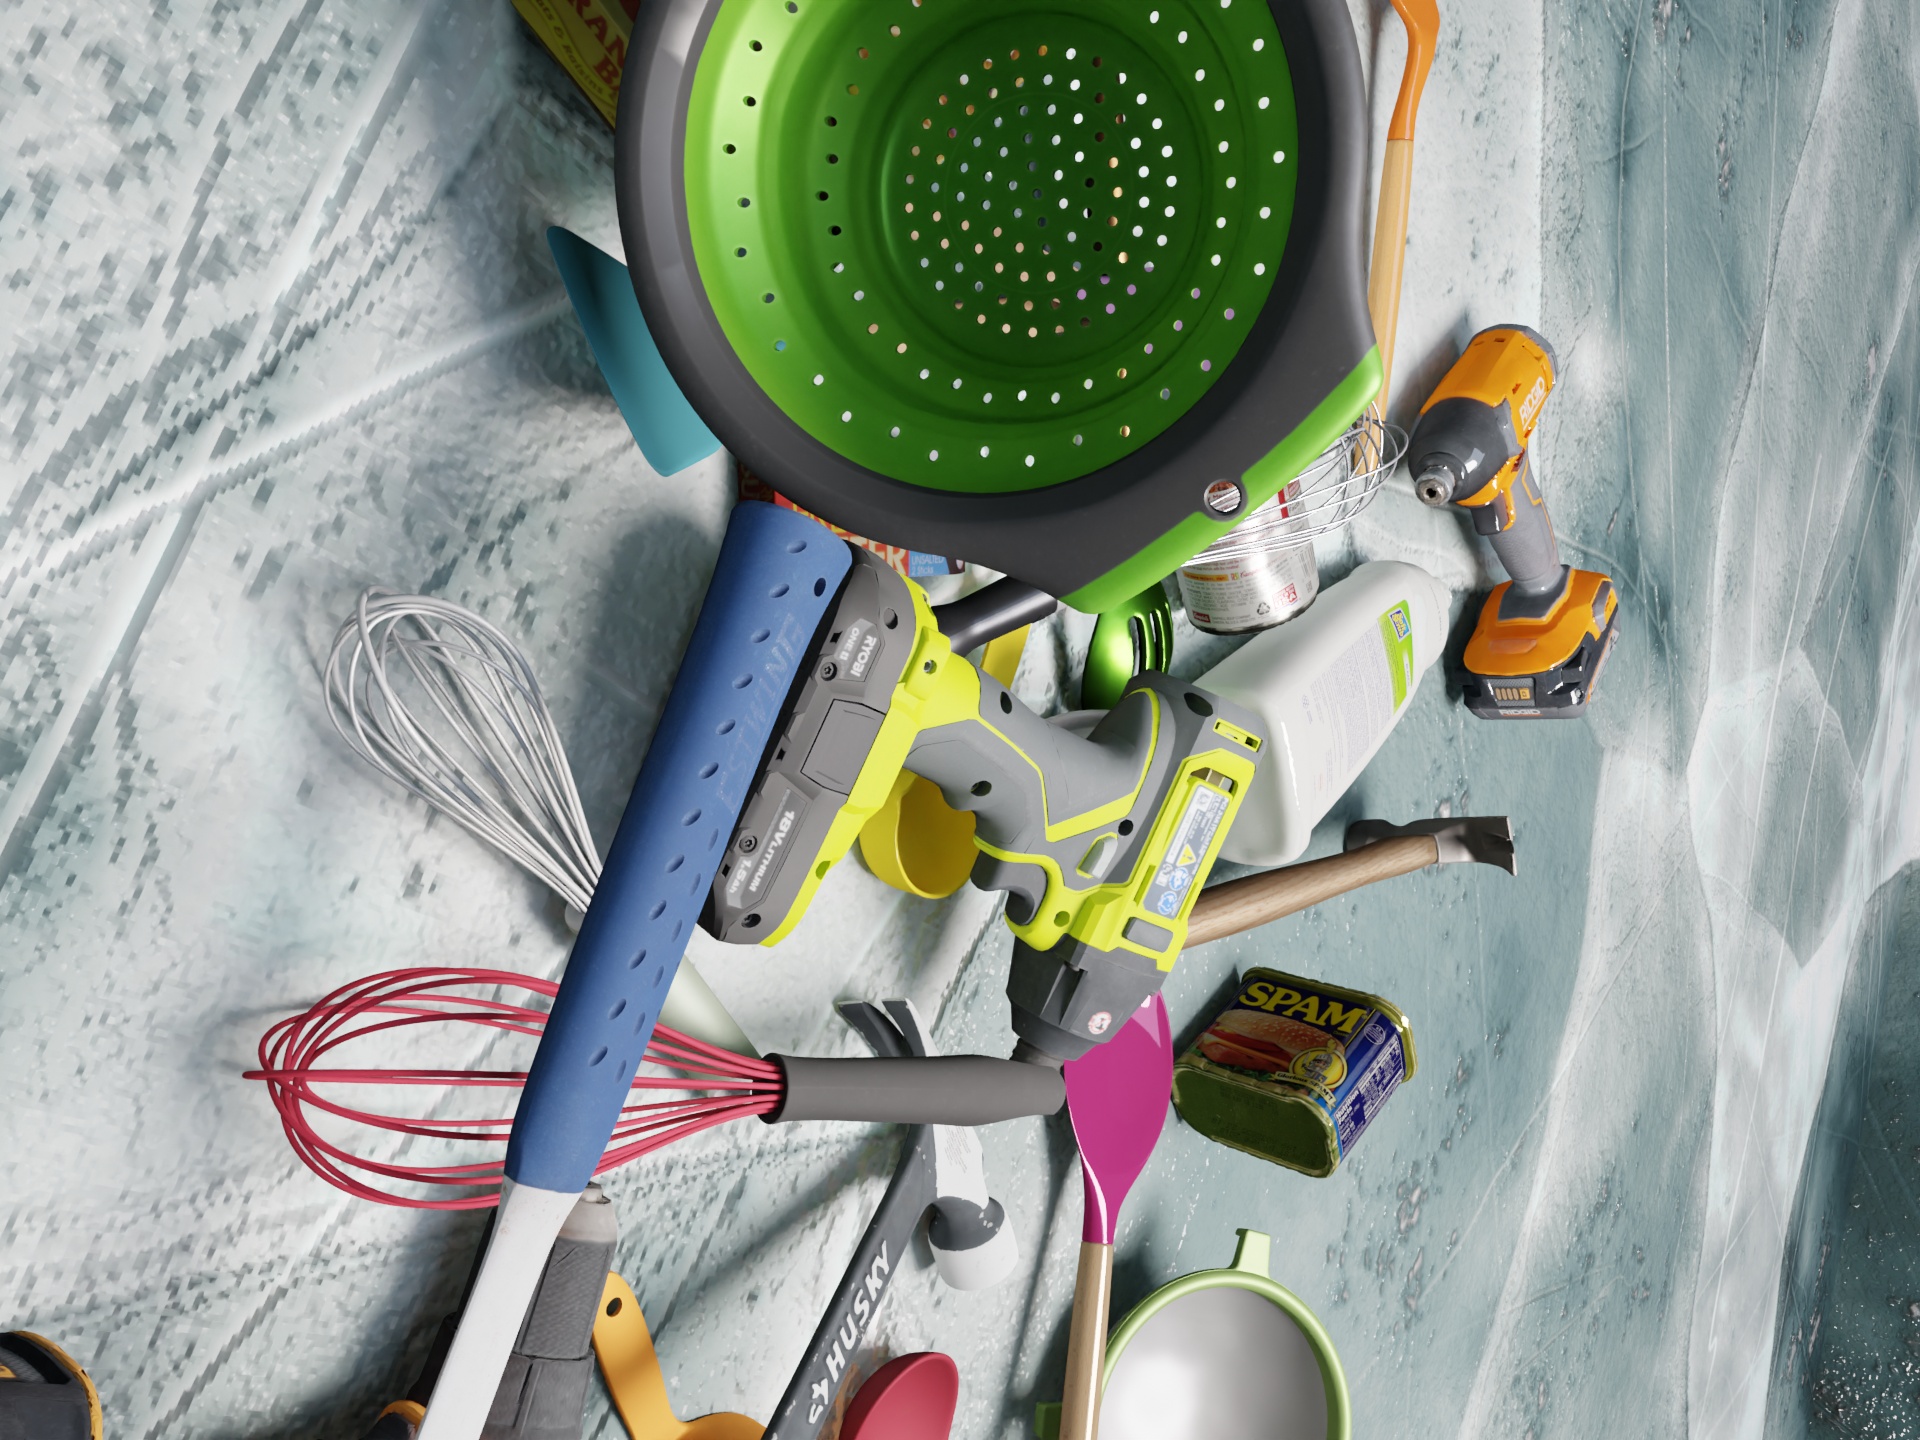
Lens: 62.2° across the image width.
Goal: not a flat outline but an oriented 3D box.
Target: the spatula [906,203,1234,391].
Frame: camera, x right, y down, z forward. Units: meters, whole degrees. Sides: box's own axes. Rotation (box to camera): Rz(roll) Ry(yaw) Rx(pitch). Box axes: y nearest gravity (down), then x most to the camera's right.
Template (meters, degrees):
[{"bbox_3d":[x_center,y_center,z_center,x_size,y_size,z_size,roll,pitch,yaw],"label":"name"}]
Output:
[{"bbox_3d":[0.025,-0.182,0.628,0.315,0.018,0.060,12,80,-38],"label":"spatula"}]

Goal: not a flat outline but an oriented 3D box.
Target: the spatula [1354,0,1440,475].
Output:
[{"bbox_3d":[0.239,-0.302,0.902,0.081,0.041,0.322,-7,104,-49],"label":"spatula"}]

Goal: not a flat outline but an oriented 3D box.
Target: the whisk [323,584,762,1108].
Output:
[{"bbox_3d":[-0.122,0.053,0.517,0.058,0.059,0.246,-24,128,3],"label":"whisk"}]

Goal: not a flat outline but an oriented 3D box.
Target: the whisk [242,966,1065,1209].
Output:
[{"bbox_3d":[-0.078,0.120,0.519,0.295,0.073,0.073,11,87,-37],"label":"whisk"}]

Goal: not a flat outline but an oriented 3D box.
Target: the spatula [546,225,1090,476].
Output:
[{"bbox_3d":[-0.024,-0.147,0.600,0.317,0.044,0.082,-24,89,-47],"label":"spatula"}]

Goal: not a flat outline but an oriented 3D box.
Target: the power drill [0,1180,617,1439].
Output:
[{"bbox_3d":[-0.192,0.209,0.429,0.226,0.084,0.185,31,72,-51],"label":"power drill"}]

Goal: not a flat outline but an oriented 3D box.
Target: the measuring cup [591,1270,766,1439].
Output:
[{"bbox_3d":[-0.091,0.271,0.570,0.095,0.052,0.173,-35,122,-41],"label":"measuring cup"}]

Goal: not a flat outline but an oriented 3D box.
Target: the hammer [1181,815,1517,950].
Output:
[{"bbox_3d":[0.170,0.087,0.820,0.331,0.130,0.031,-10,90,-40],"label":"hammer"}]

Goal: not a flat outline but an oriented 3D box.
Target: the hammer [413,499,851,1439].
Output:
[{"bbox_3d":[-0.116,0.131,0.413,0.144,0.035,0.405,36,70,-55],"label":"hammer"}]

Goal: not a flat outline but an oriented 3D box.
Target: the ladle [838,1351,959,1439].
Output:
[{"bbox_3d":[0.003,0.395,0.716,0.069,0.031,0.315,-36,123,-33],"label":"ladle"}]

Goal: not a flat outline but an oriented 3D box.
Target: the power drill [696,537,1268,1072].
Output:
[{"bbox_3d":[0.002,0.041,0.587,0.223,0.080,0.171,24,92,-37],"label":"power drill"}]

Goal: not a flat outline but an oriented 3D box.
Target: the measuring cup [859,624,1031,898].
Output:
[{"bbox_3d":[-0.001,-0.002,0.661,0.062,0.029,0.157,38,64,-45],"label":"measuring cup"}]

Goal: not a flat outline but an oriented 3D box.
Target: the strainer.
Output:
[{"bbox_3d":[0.140,0.391,0.796,0.151,0.069,0.256,-32,96,-24],"label":"strainer"}]

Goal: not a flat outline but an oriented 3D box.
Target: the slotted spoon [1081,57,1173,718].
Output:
[{"bbox_3d":[0.069,-0.142,0.698,0.070,0.031,0.313,-29,121,-47],"label":"slotted spoon"}]

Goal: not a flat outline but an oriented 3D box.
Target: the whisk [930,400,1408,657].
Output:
[{"bbox_3d":[0.067,-0.070,0.651,0.284,0.070,0.070,-27,117,-19],"label":"whisk"}]

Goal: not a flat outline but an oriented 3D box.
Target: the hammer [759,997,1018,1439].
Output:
[{"bbox_3d":[-0.065,0.246,0.506,0.409,0.036,0.149,-54,131,-60],"label":"hammer"}]

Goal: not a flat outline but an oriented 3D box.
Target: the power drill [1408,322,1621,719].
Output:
[{"bbox_3d":[0.340,-0.112,0.995,0.164,0.084,0.226,-48,125,-39],"label":"power drill"}]

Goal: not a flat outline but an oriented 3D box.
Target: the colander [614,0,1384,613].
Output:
[{"bbox_3d":[-0.038,-0.218,0.455,0.397,0.204,0.094,51,21,-2],"label":"colander"}]

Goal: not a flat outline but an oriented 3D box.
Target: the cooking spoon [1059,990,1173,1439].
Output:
[{"bbox_3d":[0.060,0.269,0.738,0.068,0.017,0.319,17,72,-32],"label":"cooking spoon"}]
